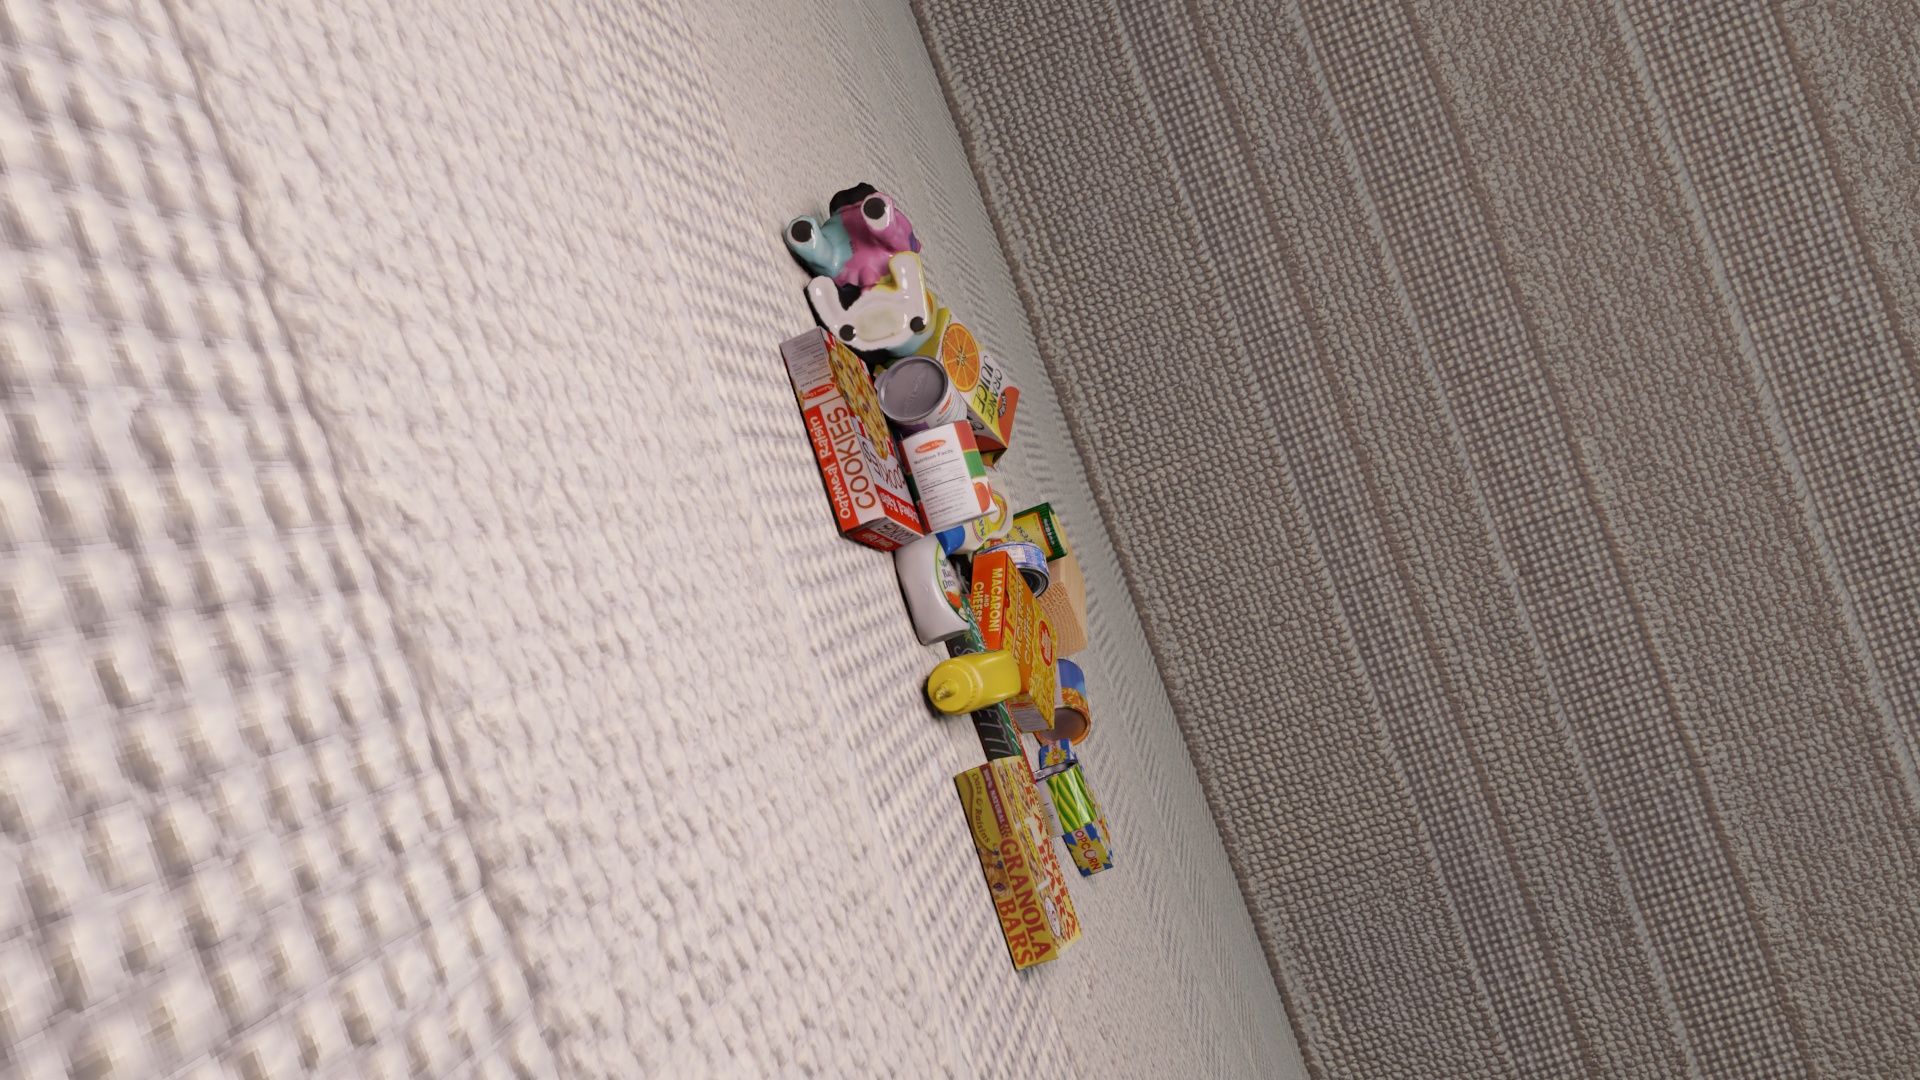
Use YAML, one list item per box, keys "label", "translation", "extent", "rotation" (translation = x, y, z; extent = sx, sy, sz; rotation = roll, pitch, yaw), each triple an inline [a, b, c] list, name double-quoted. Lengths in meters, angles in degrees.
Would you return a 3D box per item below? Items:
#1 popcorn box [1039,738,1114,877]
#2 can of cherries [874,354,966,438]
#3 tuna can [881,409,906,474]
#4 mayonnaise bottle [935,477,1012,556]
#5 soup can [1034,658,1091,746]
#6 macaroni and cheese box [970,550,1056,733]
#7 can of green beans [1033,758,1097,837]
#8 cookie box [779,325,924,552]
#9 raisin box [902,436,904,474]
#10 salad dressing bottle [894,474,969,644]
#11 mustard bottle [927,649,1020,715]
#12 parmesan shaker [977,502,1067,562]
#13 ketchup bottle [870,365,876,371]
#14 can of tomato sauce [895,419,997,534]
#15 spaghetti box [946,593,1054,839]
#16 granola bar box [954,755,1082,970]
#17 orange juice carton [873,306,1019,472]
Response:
- label: "popcorn box"
  translation: [0.127, 0.293, 1.526]
  extent: [0.085, 0.038, 0.126]
  rotation: [-92, 159, -62]
- label: "can of cherries"
  translation: [-0.035, -0.124, 1.239]
  extent: [0.058, 0.071, 0.072]
  rotation: [51, 21, -61]
- label: "tuna can"
  translation: [-0.073, -0.086, 1.247]
  extent: [0.071, 0.033, 0.071]
  rotation: [-22, 92, -79]
- label: "mayonnaise bottle"
  translation: [0.005, -0.017, 1.377]
  extent: [0.149, 0.041, 0.064]
  rotation: [-33, 114, -60]
- label: "soup can"
  translation: [0.114, 0.187, 1.579]
  extent: [0.084, 0.071, 0.071]
  rotation: [-93, 160, -57]
- label: "macaroni and cheese box"
  translation: [0.057, 0.107, 1.451]
  extent: [0.165, 0.040, 0.124]
  rotation: [58, 29, -48]
- label: "can of green beans"
  translation: [0.093, 0.253, 1.355]
  extent: [0.071, 0.071, 0.058]
  rotation: [-10, 80, -80]
- label: "cookie box"
  translation: [-0.088, -0.079, 1.144]
  extent: [0.123, 0.040, 0.167]
  rotation: [30, 40, -75]
- label: "raisin box"
  translation: [-0.032, -0.082, 1.303]
  extent: [0.040, 0.086, 0.123]
  rotation: [33, 38, -70]
- label: "salad dressing bottle"
  translation: [-0.035, 0.015, 1.218]
  extent: [0.064, 0.044, 0.148]
  rotation: [23, 47, -73]
- label: "mustard bottle"
  translation: [0.006, 0.121, 1.178]
  extent: [0.160, 0.065, 0.049]
  rotation: [6, 68, -74]
- label: "parmesan shaker"
  translation: [0.061, 0.001, 1.567]
  extent: [0.071, 0.103, 0.071]
  rotation: [-22, 92, -80]
- label: "ketchup bottle"
  translation: [-0.047, -0.140, 1.449]
  extent: [0.065, 0.043, 0.148]
  rotation: [-85, 153, -59]
- label: "can of tomato sauce"
  translation: [-0.011, -0.054, 1.193]
  extent: [0.071, 0.071, 0.083]
  rotation: [-4, 75, -79]
- label: "spaghetti box"
  translation: [0.032, 0.169, 1.306]
  extent: [0.050, 0.028, 0.250]
  rotation: [-1, 71, -80]
- label: "granola bar box"
  translation: [0.050, 0.269, 1.181]
  extent: [0.124, 0.039, 0.166]
  rotation: [26, 44, -74]
- label: "orange juice carton"
  translation: [-0.001, -0.147, 1.409]
  extent: [0.192, 0.073, 0.072]
  rotation: [44, 49, -46]
